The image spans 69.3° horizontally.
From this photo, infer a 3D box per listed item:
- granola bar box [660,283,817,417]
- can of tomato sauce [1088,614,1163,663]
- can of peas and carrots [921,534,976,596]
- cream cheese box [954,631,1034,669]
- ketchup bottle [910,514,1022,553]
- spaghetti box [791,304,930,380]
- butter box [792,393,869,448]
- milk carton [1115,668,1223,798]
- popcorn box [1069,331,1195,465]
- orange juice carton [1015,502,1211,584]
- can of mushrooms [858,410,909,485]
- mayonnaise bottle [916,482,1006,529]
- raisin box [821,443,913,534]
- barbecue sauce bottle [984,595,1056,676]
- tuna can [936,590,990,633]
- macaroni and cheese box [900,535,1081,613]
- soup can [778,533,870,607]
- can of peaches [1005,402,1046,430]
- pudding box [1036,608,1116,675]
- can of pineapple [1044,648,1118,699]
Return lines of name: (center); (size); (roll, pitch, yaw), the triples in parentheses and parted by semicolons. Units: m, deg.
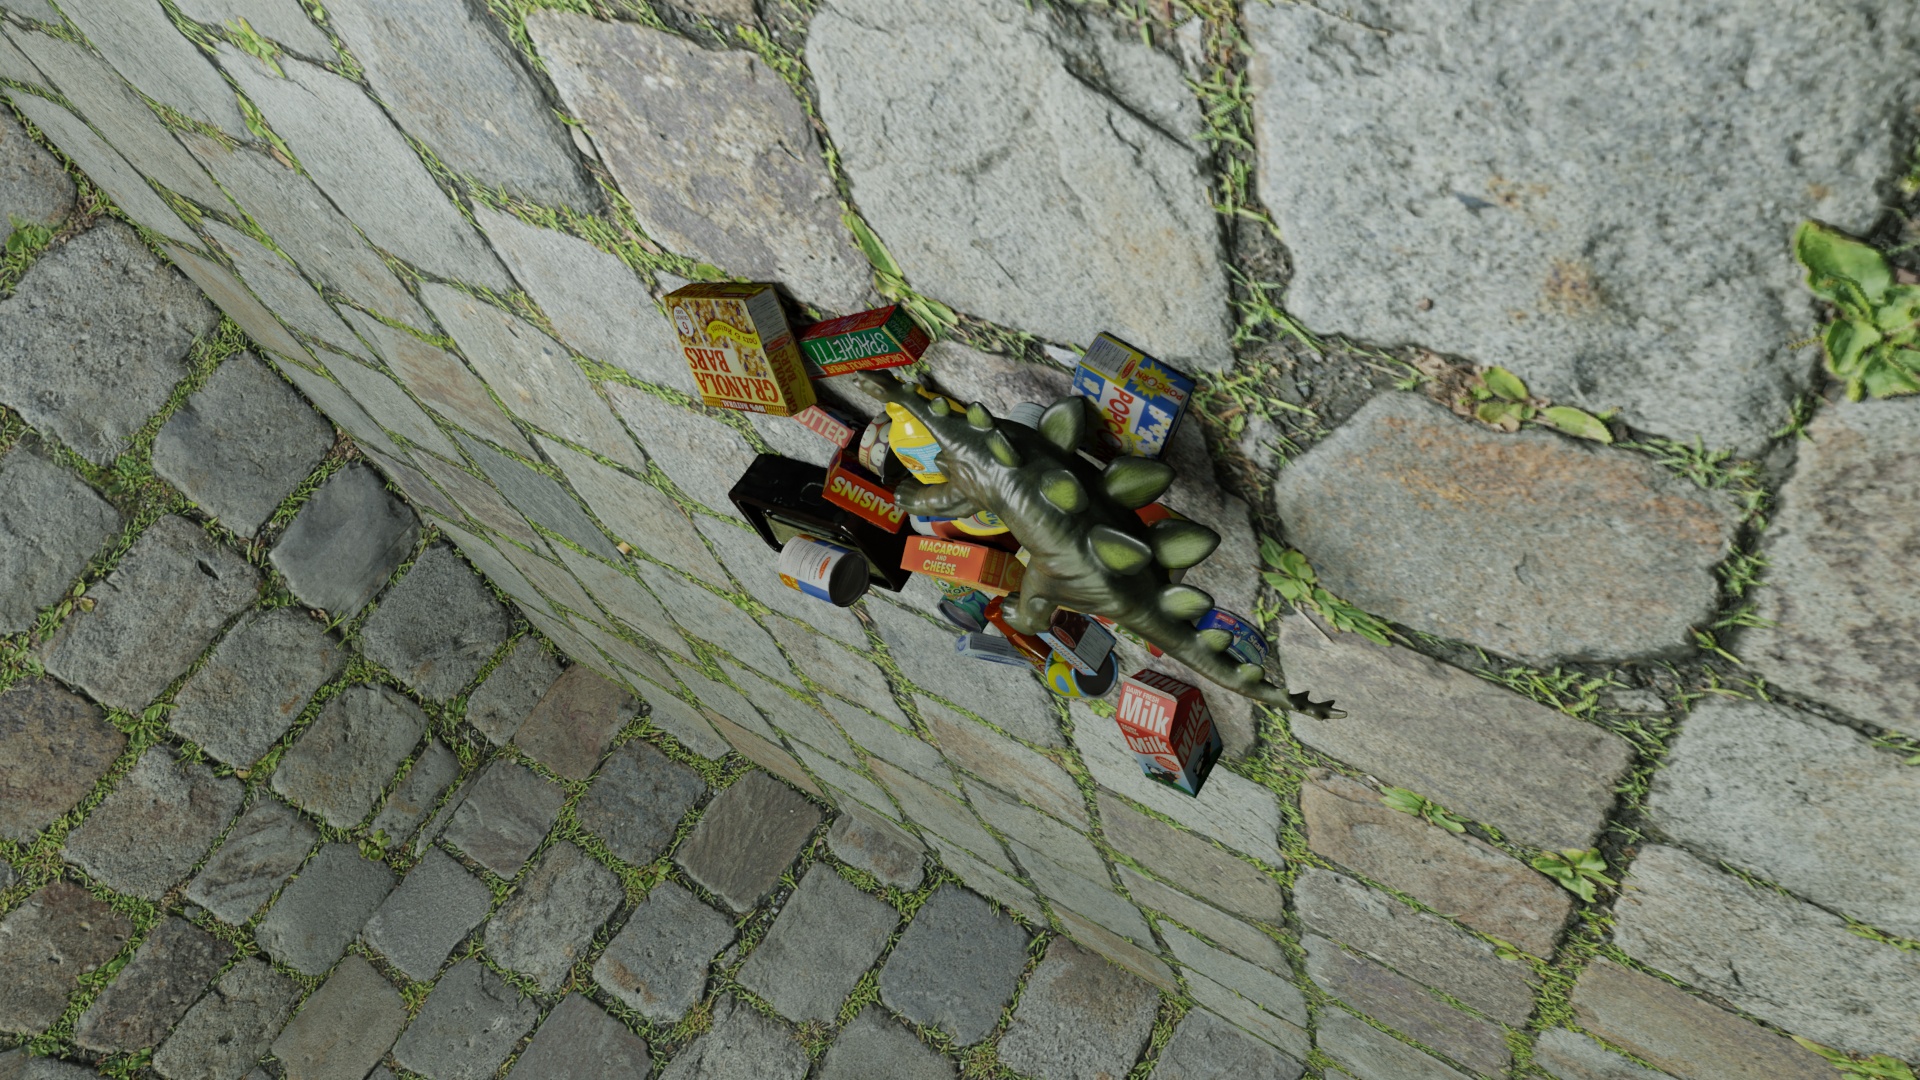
granola bar box: (-0.218, -0.189, 1.363); (0.165, 0.039, 0.123); (13, 130, 50)
can of tomato sauce: (0.176, 0.069, 1.363); (0.083, 0.071, 0.071); (32, 159, 7)
can of peas and carrots: (-0.008, 0.022, 1.534); (0.071, 0.071, 0.058); (18, 154, 36)
cream cheese box: (0.050, 0.135, 1.707); (0.104, 0.024, 0.053); (13, 163, -18)
ketchup bottle: (0.005, -0.018, 1.462); (0.149, 0.043, 0.064); (8, 154, 50)
spaghetti box: (-0.116, -0.181, 1.307); (0.050, 0.029, 0.250); (45, 157, -27)
butter box: (-0.149, -0.132, 1.435); (0.103, 0.024, 0.053); (32, -164, 6)
milk carton: (0.236, 0.212, 1.584); (0.072, 0.074, 0.189); (19, 154, 35)
popcorn box: (0.130, -0.102, 1.101); (0.085, 0.038, 0.126); (30, 159, 10)
orange juice carton: (0.147, 0.014, 1.283); (0.073, 0.072, 0.192); (46, 157, -27)
can of mushrooms: (-0.070, -0.092, 1.375); (0.033, 0.071, 0.070); (27, 158, 22)
mayonnaise bottle: (0.033, -0.037, 1.287); (0.148, 0.041, 0.064); (-3, 136, 7)
raisin box: (-0.094, -0.058, 1.423); (0.086, 0.040, 0.124); (28, -165, -11)
barbecue sauce bottle: (0.090, 0.121, 1.644); (0.148, 0.044, 0.065); (44, 164, -23)
tuna can: (0.006, 0.081, 1.695); (0.071, 0.033, 0.070); (29, 159, 13)
macaroni and cheese box: (0.041, 0.034, 1.441); (0.166, 0.040, 0.123); (18, 174, -42)
soup can: (-0.154, 0.034, 1.580); (0.084, 0.071, 0.071); (18, 154, 37)
can of peaches: (0.061, -0.079, 1.229); (0.071, 0.058, 0.071); (29, 159, 12)
pudding box: (0.129, 0.107, 1.545); (0.083, 0.050, 0.030); (42, 156, -21)
can of pineapple: (0.139, 0.148, 1.600); (0.071, 0.071, 0.058); (42, 157, -21)
